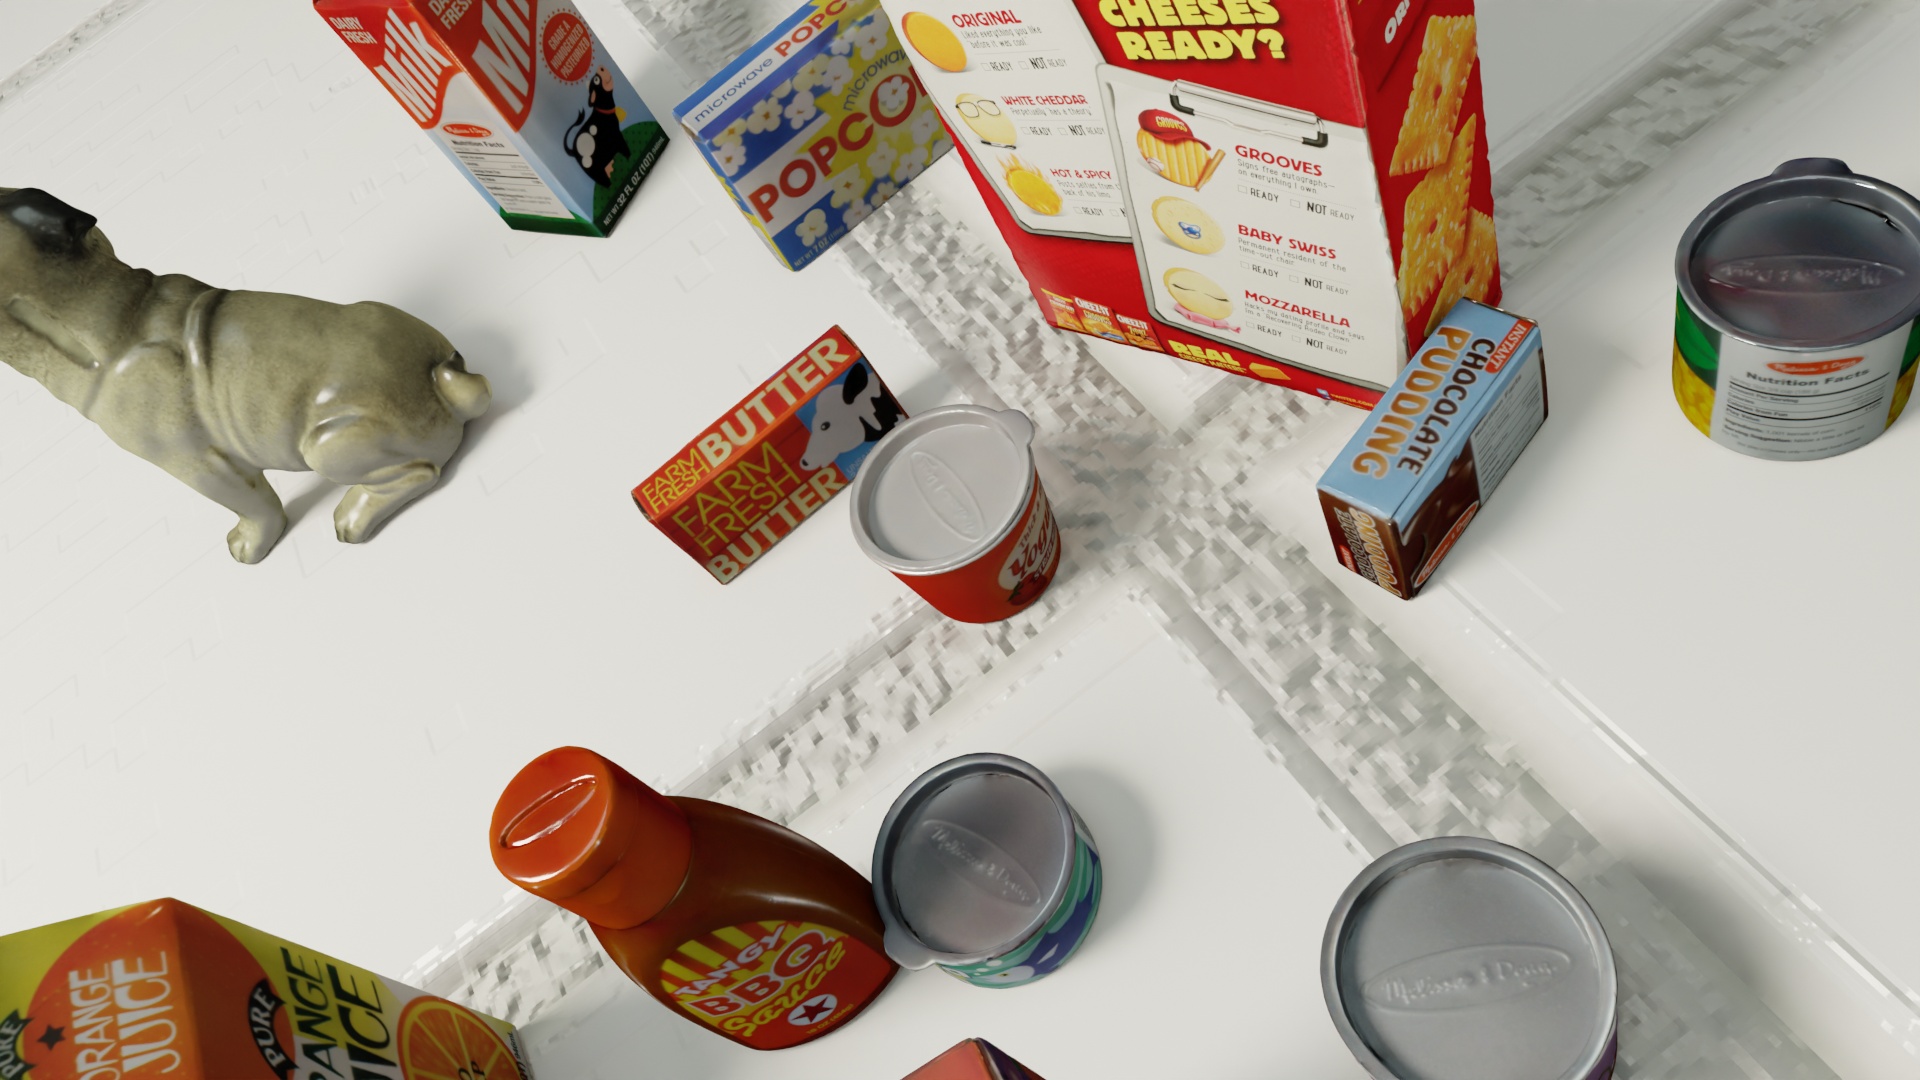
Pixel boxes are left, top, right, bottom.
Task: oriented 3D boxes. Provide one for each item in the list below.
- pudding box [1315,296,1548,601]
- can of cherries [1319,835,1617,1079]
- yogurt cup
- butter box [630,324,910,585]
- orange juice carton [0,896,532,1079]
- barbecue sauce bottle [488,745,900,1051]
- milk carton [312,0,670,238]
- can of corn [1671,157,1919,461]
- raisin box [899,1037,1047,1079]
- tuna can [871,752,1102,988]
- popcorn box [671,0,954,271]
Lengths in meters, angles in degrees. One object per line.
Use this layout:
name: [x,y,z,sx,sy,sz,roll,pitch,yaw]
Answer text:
pudding box: [0.151,-0.029,0.439,0.030,0.049,0.084,30,75,36]
can of cherries: [0.128,0.118,0.348,0.071,0.058,0.072,-12,55,18]
yogurt cup: [0.002,-0.006,0.491,0.072,0.053,0.073,-12,55,18]
butter box: [-0.072,-0.032,0.542,0.103,0.053,0.024,-40,51,-3]
orange juice carton: [-0.200,0.163,0.385,0.073,0.192,0.072,-37,51,0]
barbecue sauce bottle: [-0.073,0.102,0.393,0.065,0.148,0.044,-33,51,3]
milk carton: [-0.229,-0.236,0.661,0.073,0.190,0.072,12,65,31]
can of corn: [0.249,-0.068,0.413,0.071,0.058,0.071,-12,55,18]
raisin box: [0.026,0.173,0.317,0.040,0.123,0.086,-31,51,4]
tuna can: [0.007,0.104,0.429,0.071,0.032,0.071,-12,55,18]
popcorn box: [-0.053,-0.192,0.618,0.127,0.085,0.038,-40,51,-4]
